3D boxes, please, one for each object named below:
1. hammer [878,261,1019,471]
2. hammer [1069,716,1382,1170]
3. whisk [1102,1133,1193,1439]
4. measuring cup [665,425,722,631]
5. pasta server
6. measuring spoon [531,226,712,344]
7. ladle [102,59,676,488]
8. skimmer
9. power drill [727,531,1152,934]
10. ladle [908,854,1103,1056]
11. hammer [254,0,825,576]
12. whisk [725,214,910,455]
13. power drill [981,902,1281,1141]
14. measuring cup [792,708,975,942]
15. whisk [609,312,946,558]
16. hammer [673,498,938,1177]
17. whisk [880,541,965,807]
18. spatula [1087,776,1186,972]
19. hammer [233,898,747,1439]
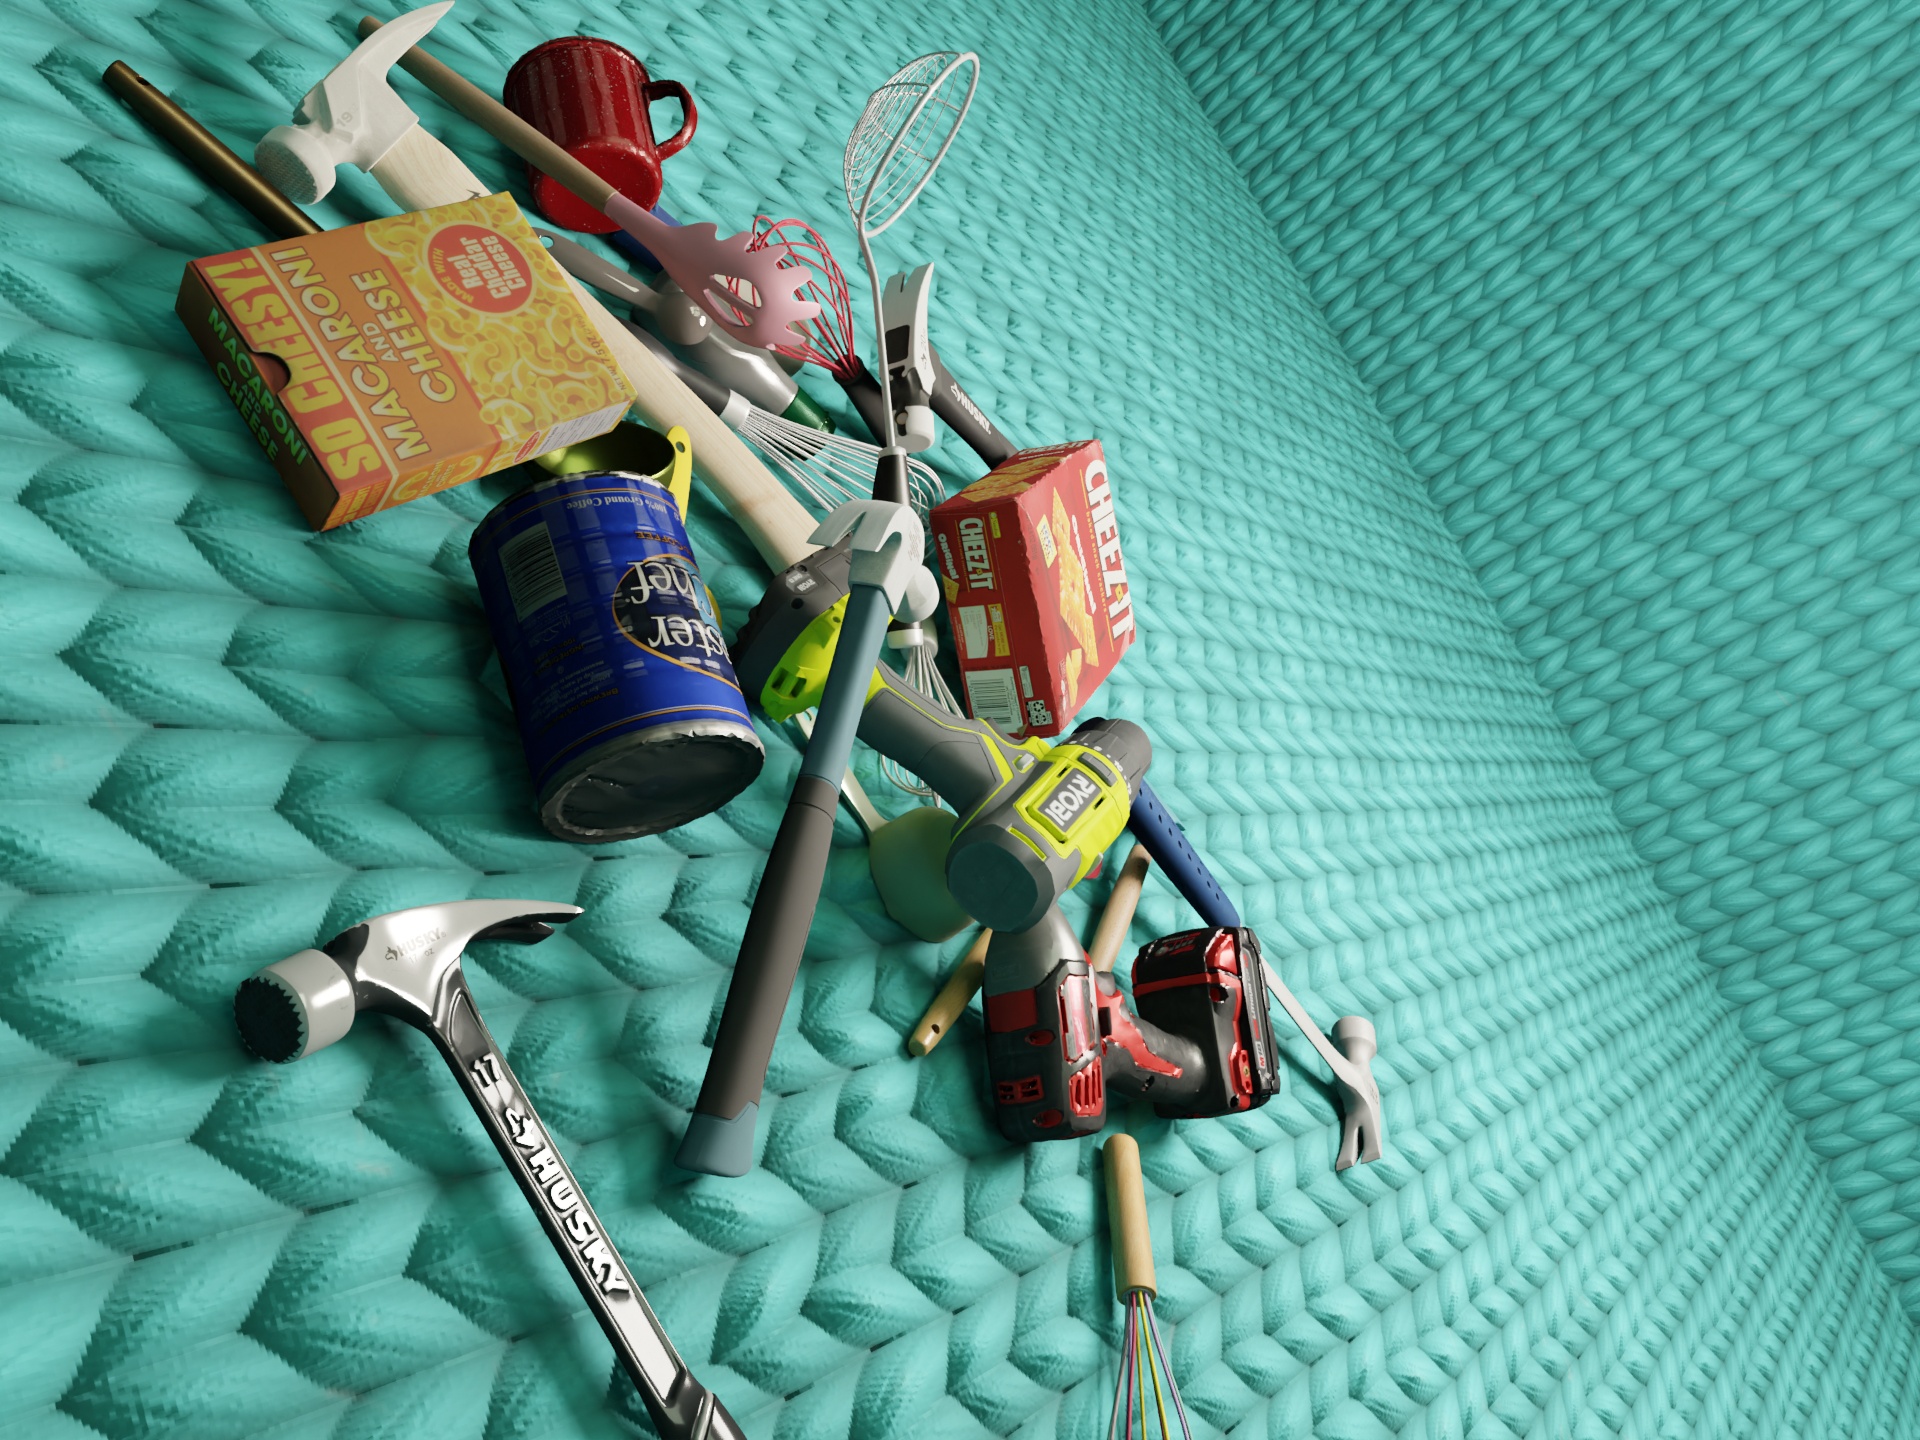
[{"bbox_3d":[0.025,-0.211,1.207,0.334,0.035,0.146,34,49,-60],"label":"hammer"},{"bbox_3d":[0.197,0.156,1.121,0.405,0.035,0.144,51,28,-26],"label":"hammer"},{"bbox_3d":[0.093,0.324,0.834,0.245,0.051,0.047,-92,160,-52],"label":"whisk"},{"bbox_3d":[-0.151,-0.098,0.860,0.062,0.029,0.157,26,55,-43],"label":"measuring cup"},{"bbox_3d":[-0.220,-0.316,0.925,0.316,0.060,0.040,36,31,5],"label":"pasta server"},{"bbox_3d":[-0.206,-0.268,0.960,0.124,0.018,0.034,27,67,-10],"label":"measuring spoon"},{"bbox_3d":[-0.277,-0.212,0.795,0.320,0.062,0.078,42,29,-21],"label":"ladle"},{"bbox_3d":[-0.019,-0.229,0.992,0.127,0.090,0.363,101,-15,-89],"label":"skimmer"},{"bbox_3d":[-0.001,-0.003,0.898,0.228,0.080,0.190,40,36,7],"label":"power drill"},{"bbox_3d":[0.033,0.116,0.968,0.069,0.031,0.315,50,30,-3],"label":"ladle"},{"bbox_3d":[-0.189,-0.210,0.909,0.410,0.038,0.146,44,54,-27],"label":"hammer"},{"bbox_3d":[-0.082,-0.243,1.065,0.073,0.073,0.295,67,9,20],"label":"whisk"},{"bbox_3d":[0.095,0.169,0.932,0.219,0.078,0.143,13,65,-48],"label":"power drill"},{"bbox_3d":[-0.039,0.049,0.909,0.167,0.038,0.083,55,28,-6],"label":"measuring cup"},{"bbox_3d":[-0.119,-0.179,1.007,0.284,0.070,0.070,27,39,-32],"label":"whisk"},{"bbox_3d":[-0.068,0.044,0.731,0.128,0.033,0.331,71,31,-63],"label":"hammer"},{"bbox_3d":[-0.026,-0.040,1.026,0.247,0.058,0.059,-96,176,-46],"label":"whisk"},{"bbox_3d":[0.112,0.112,1.101,0.082,0.044,0.318,51,33,-12],"label":"spatula"},{"bbox_3d":[-0.109,0.246,0.597,0.409,0.036,0.149,58,27,3],"label":"hammer"}]
